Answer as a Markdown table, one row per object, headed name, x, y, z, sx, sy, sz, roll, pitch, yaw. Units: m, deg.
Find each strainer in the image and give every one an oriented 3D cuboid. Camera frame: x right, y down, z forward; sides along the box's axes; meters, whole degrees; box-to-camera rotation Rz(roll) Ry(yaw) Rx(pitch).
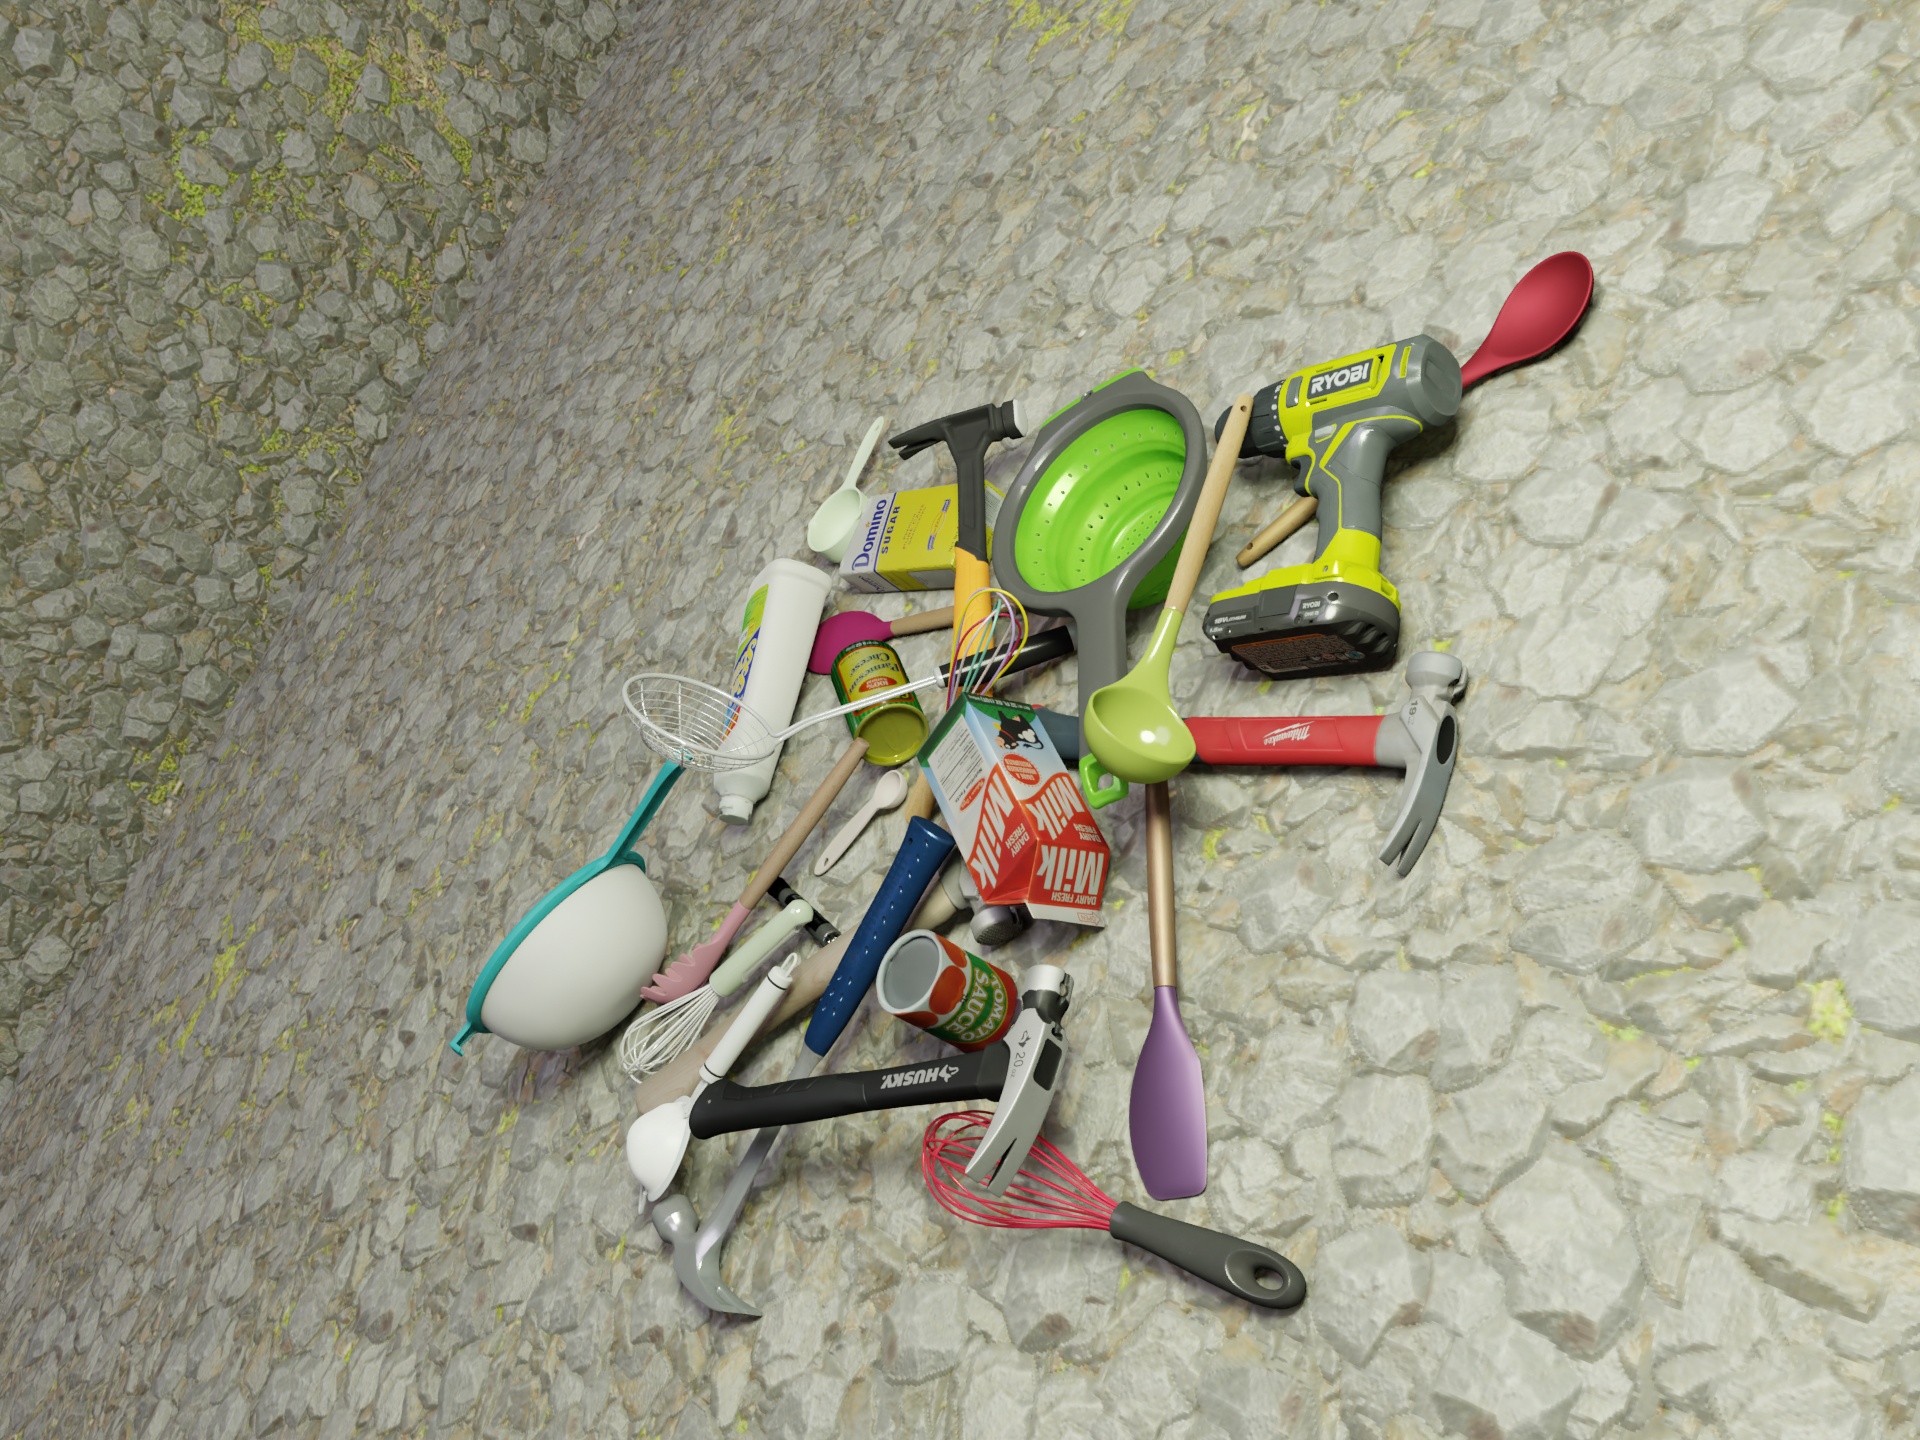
| name | x | y | z | sx | sy | sz | roll | pitch | yaw |
| --- | --- | --- | --- | --- | --- | --- | --- | --- | --- |
| strainer | -0.299 | 0.177 | 1.409 | 0.095 | 0.211 | 0.340 | 41 | 113 | 12 |
| strainer | -0.206 | 0.288 | 1.276 | 0.258 | 0.050 | 0.087 | -54 | 23 | 7 |

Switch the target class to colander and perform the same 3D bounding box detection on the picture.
| name | x | y | z | sx | sy | sz | roll | pitch | yaw |
| --- | --- | --- | --- | --- | --- | --- | --- | --- | --- |
| colander | 0.127 | -0.089 | 1.207 | 0.204 | 0.094 | 0.398 | -26 | 45 | 33 |

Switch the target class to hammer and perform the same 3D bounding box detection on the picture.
| name | x | y | z | sx | sy | sz | roll | pitch | yaw |
| --- | --- | --- | --- | --- | --- | --- | --- | --- | --- |
| hammer | 0.002 | -0.120 | 1.368 | 0.127 | 0.034 | 0.337 | -12 | 63 | 21 |
| hammer | -0.112 | 0.259 | 1.202 | 0.144 | 0.035 | 0.405 | 38 | 102 | 53 |
| hammer | -0.070 | 0.260 | 1.091 | 0.335 | 0.035 | 0.146 | -18 | 41 | 38 |
| hammer | -0.126 | 0.205 | 1.290 | 0.410 | 0.038 | 0.146 | -38 | 54 | 25 |
| hammer | 0.166 | 0.028 | 1.123 | 0.386 | 0.038 | 0.143 | -1 | 63 | 47 |

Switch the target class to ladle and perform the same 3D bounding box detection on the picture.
| name | x | y | z | sx | sy | sz | roll | pitch | yaw |
| --- | --- | --- | --- | --- | --- | --- | --- | --- | --- |
| ladle | 0.158 | -0.100 | 1.088 | 0.062 | 0.078 | 0.320 | 130 | 163 | -67 |
| ladle | 0.323 | -0.214 | 1.147 | 0.315 | 0.031 | 0.069 | -40 | 41 | 22 |

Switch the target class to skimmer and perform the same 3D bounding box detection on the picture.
| name | x | y | z | sx | sy | sz | roll | pitch | yaw |
| --- | --- | --- | --- | --- | --- | --- | --- | --- | --- |
| skimmer | -0.082 | -0.040 | 1.269 | 0.363 | 0.090 | 0.127 | -18 | 27 | -2 |

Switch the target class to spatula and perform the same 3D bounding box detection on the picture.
| name | x | y | z | sx | sy | sz | roll | pitch | yaw |
| --- | --- | --- | --- | --- | --- | --- | --- | --- | --- |
| spatula | 0.132 | 0.153 | 1.050 | 0.060 | 0.018 | 0.316 | -21 | 57 | 39 |

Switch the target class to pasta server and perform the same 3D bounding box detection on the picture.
| name | x | y | z | sx | sy | sz | roll | pitch | yaw |
| --- | --- | --- | --- | --- | --- | --- | --- | --- | --- |
| pasta server | -0.178 | 0.135 | 1.384 | 0.316 | 0.040 | 0.060 | -53 | -5 | 16 |

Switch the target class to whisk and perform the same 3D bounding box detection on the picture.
| name | x | y | z | sx | sy | sz | roll | pitch | yaw |
| --- | --- | --- | --- | --- | --- | --- | --- | --- | --- |
| whisk | 0.084 | 0.305 | 0.987 | 0.296 | 0.073 | 0.073 | 8 | 68 | 43 |
| whisk | -0.210 | 0.233 | 1.365 | 0.246 | 0.057 | 0.059 | -43 | 74 | 21 |
| whisk | 0.000 | -0.003 | 1.246 | 0.051 | 0.047 | 0.244 | -97 | 22 | -48 |

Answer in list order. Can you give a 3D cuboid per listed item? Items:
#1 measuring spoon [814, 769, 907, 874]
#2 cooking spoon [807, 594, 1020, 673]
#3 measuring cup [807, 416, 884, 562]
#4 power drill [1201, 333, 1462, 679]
| name | x | y | z | sx | sy | sz | roll | pitch | yaw |
| --- | --- | --- | --- | --- | --- | --- | --- | --- | --- |
| measuring spoon | -0.084 | 0.092 | 1.373 | 0.124 | 0.018 | 0.034 | -48 | 37 | 20 |
| cooking spoon | -0.042 | -0.089 | 1.459 | 0.319 | 0.017 | 0.069 | -8 | 58 | 45 |
| measuring cup | -0.100 | -0.234 | 1.621 | 0.083 | 0.038 | 0.168 | -3 | 58 | 47 |
| power drill | 0.244 | -0.150 | 1.120 | 0.190 | 0.080 | 0.229 | -7 | 63 | 49 |
